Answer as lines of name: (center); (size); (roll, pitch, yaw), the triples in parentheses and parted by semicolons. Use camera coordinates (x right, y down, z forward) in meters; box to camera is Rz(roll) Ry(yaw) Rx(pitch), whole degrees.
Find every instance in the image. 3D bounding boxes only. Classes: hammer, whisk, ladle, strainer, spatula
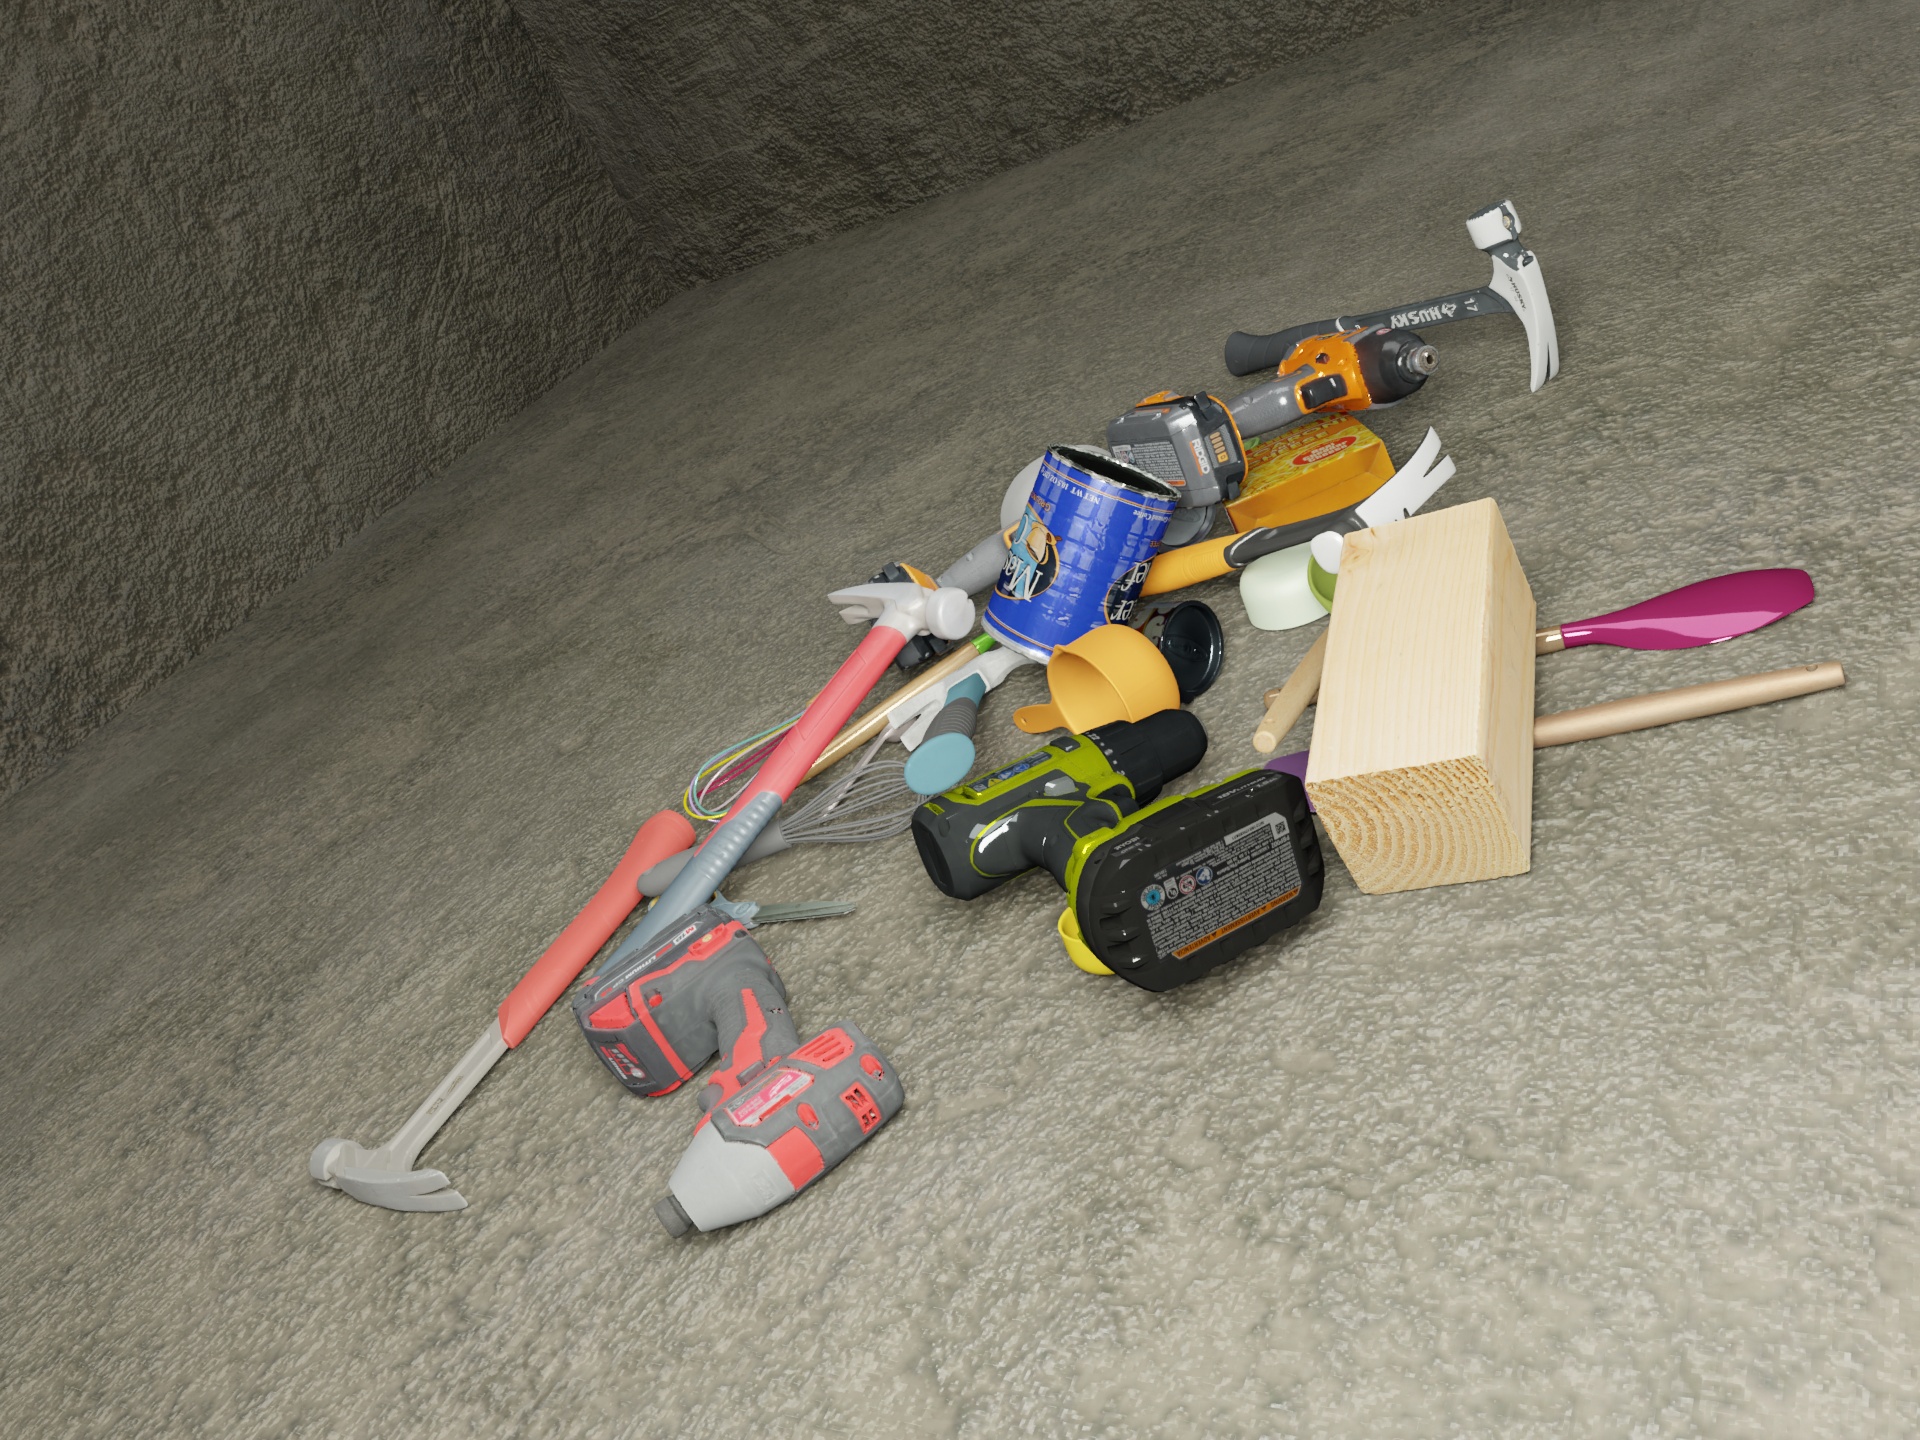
hammer: (-0.002, -0.003, 1.090); (0.128, 0.033, 0.331); (-32, 7, 9)
whisk: (-0.126, 0.083, 1.135); (0.239, 0.055, 0.055); (-21, 26, 13)
ladle: (0.223, -0.056, 0.968); (0.078, 0.062, 0.320); (0, 21, 26)
strainer: (0.139, -0.220, 1.416); (0.256, 0.069, 0.152); (-18, 27, 22)
spatula: (0.314, 0.009, 0.882); (0.316, 0.018, 0.060); (-14, 34, 29)
hammer: (-0.142, 0.045, 1.124); (0.143, 0.038, 0.386); (5, 50, 46)
hammer: (0.196, -0.124, 1.134); (0.127, 0.034, 0.337); (-42, 14, -26)
hammer: (0.359, -0.342, 1.398); (0.036, 0.149, 0.409); (-36, 18, -18)
whisk: (-0.137, 0.003, 1.310); (0.047, 0.051, 0.245); (-5, 30, 49)
hammer: (-0.292, 0.190, 1.121); (0.149, 0.036, 0.359); (-6, 33, 37)

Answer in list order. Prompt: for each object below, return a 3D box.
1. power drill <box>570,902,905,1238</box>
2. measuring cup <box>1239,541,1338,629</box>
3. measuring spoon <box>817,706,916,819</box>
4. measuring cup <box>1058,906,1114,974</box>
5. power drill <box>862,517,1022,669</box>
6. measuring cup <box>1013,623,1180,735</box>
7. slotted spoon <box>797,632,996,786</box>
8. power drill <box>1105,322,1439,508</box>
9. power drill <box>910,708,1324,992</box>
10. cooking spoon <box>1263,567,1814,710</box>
power drill: (-0.137, 0.201, 0.910); (0.143, 0.078, 0.220); (-36, 30, -16)
measuring cup: (0.254, -0.127, 1.168); (0.083, 0.038, 0.168); (-9, 33, 34)
measuring spoon: (-0.069, 0.036, 1.216); (0.124, 0.018, 0.034); (-53, 13, -30)
measuring cup: (0.130, 0.101, 0.896); (0.156, 0.029, 0.062); (-21, 20, -12)
power drill: (0.029, -0.132, 1.284); (0.226, 0.084, 0.185); (-33, 2, -3)
measuring cup: (0.090, -0.017, 1.100); (0.052, 0.095, 0.173); (-32, 7, -21)
slotted spoon: (-0.008, -0.041, 1.276); (0.314, 0.031, 0.070); (-36, -11, -8)
power drill: (0.242, -0.237, 1.205); (0.226, 0.084, 0.164); (-27, 16, -17)
power drill: (0.097, 0.057, 0.887); (0.190, 0.080, 0.229); (-24, 18, -18)
cooking spoon: (0.336, -0.045, 0.958); (0.319, 0.017, 0.069); (-14, 28, 26)
